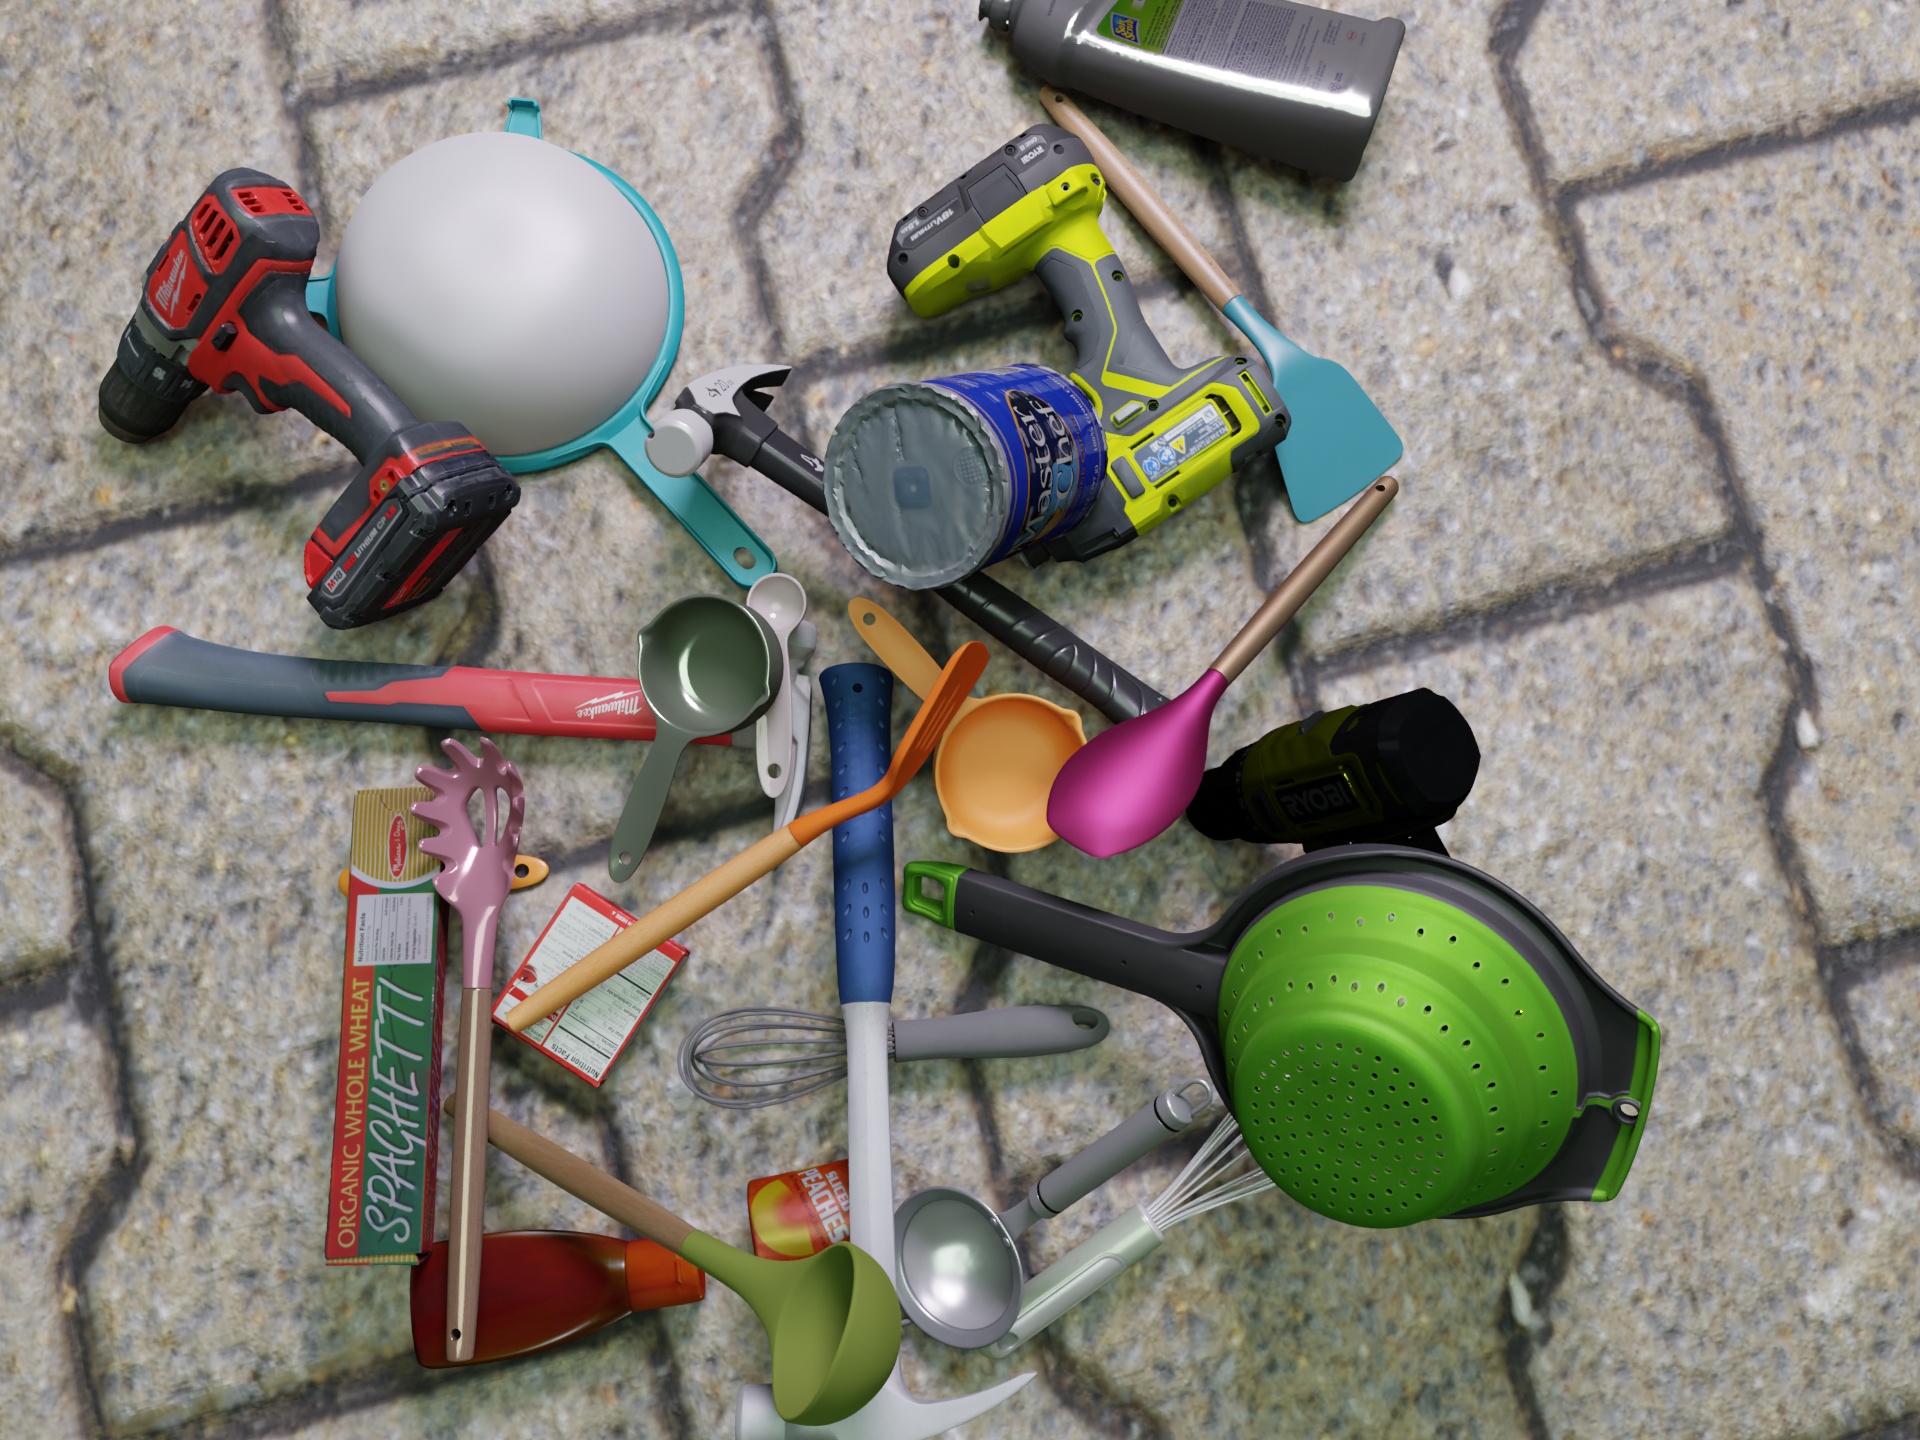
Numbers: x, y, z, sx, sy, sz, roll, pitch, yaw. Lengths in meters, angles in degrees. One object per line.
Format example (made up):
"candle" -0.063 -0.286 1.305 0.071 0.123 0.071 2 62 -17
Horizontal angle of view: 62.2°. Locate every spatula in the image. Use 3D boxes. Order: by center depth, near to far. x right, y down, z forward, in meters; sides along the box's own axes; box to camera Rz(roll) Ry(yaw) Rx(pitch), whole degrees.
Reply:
"spatula" -0.111 0.066 0.836 0.322 0.081 0.041 -34 82 6
"spatula" 0.146 -0.267 0.972 0.082 0.044 0.317 -36 79 -7

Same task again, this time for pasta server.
"pasta server" -0.257 0.167 0.830 0.060 0.040 0.316 -3 78 9

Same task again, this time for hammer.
"hammer" -0.043 0.159 0.830 0.144 0.035 0.406 -2 67 -1
"hammer" -0.278 0.003 0.895 0.386 0.038 0.143 4 82 -2
"hammer" -0.012 -0.088 0.899 0.334 0.146 0.035 34 119 -7

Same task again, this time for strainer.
"strainer" 0.042 0.249 0.815 0.258 0.050 0.087 -45 70 33
"strainer" -0.226 -0.209 0.905 0.211 0.095 0.340 -42 83 -9

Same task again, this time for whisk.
"whisk" 0.110 0.269 0.865 0.246 0.059 0.057 -35 117 -4
"whisk" -0.034 0.178 0.873 0.239 0.055 0.055 -4 80 -8

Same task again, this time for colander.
"colander" 0.124 0.150 0.787 0.397 0.094 0.204 15 116 26

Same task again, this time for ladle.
"ladle" -0.157 0.242 0.773 0.320 0.062 0.078 16 77 34

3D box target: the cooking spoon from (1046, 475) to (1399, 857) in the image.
"cooking spoon" 0.158 -0.040 0.892 0.069 0.017 0.319 32 62 25

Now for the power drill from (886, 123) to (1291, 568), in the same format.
"power drill" 0.061 -0.211 0.925 0.171 0.080 0.223 -33 86 7

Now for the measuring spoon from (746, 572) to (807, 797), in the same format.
"measuring spoon" -0.101 -0.019 0.883 0.034 0.018 0.124 1 90 11

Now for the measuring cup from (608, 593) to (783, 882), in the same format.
"measuring cup" -0.150 0.011 0.867 0.083 0.038 0.167 26 98 13

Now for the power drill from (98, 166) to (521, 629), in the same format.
"power drill" -0.373 -0.160 0.878 0.188 0.080 0.226 -39 90 29

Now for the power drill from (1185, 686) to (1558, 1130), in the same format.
"power drill" 0.225 0.101 0.844 0.080 0.190 0.228 -34 95 -30

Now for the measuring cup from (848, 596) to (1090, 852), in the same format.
"measuring cup" -0.001 -0.003 0.891 0.095 0.052 0.173 -43 93 -2

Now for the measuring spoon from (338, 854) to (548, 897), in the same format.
"measuring spoon" -0.291 0.087 0.893 0.117 0.011 0.021 -3 80 -3
